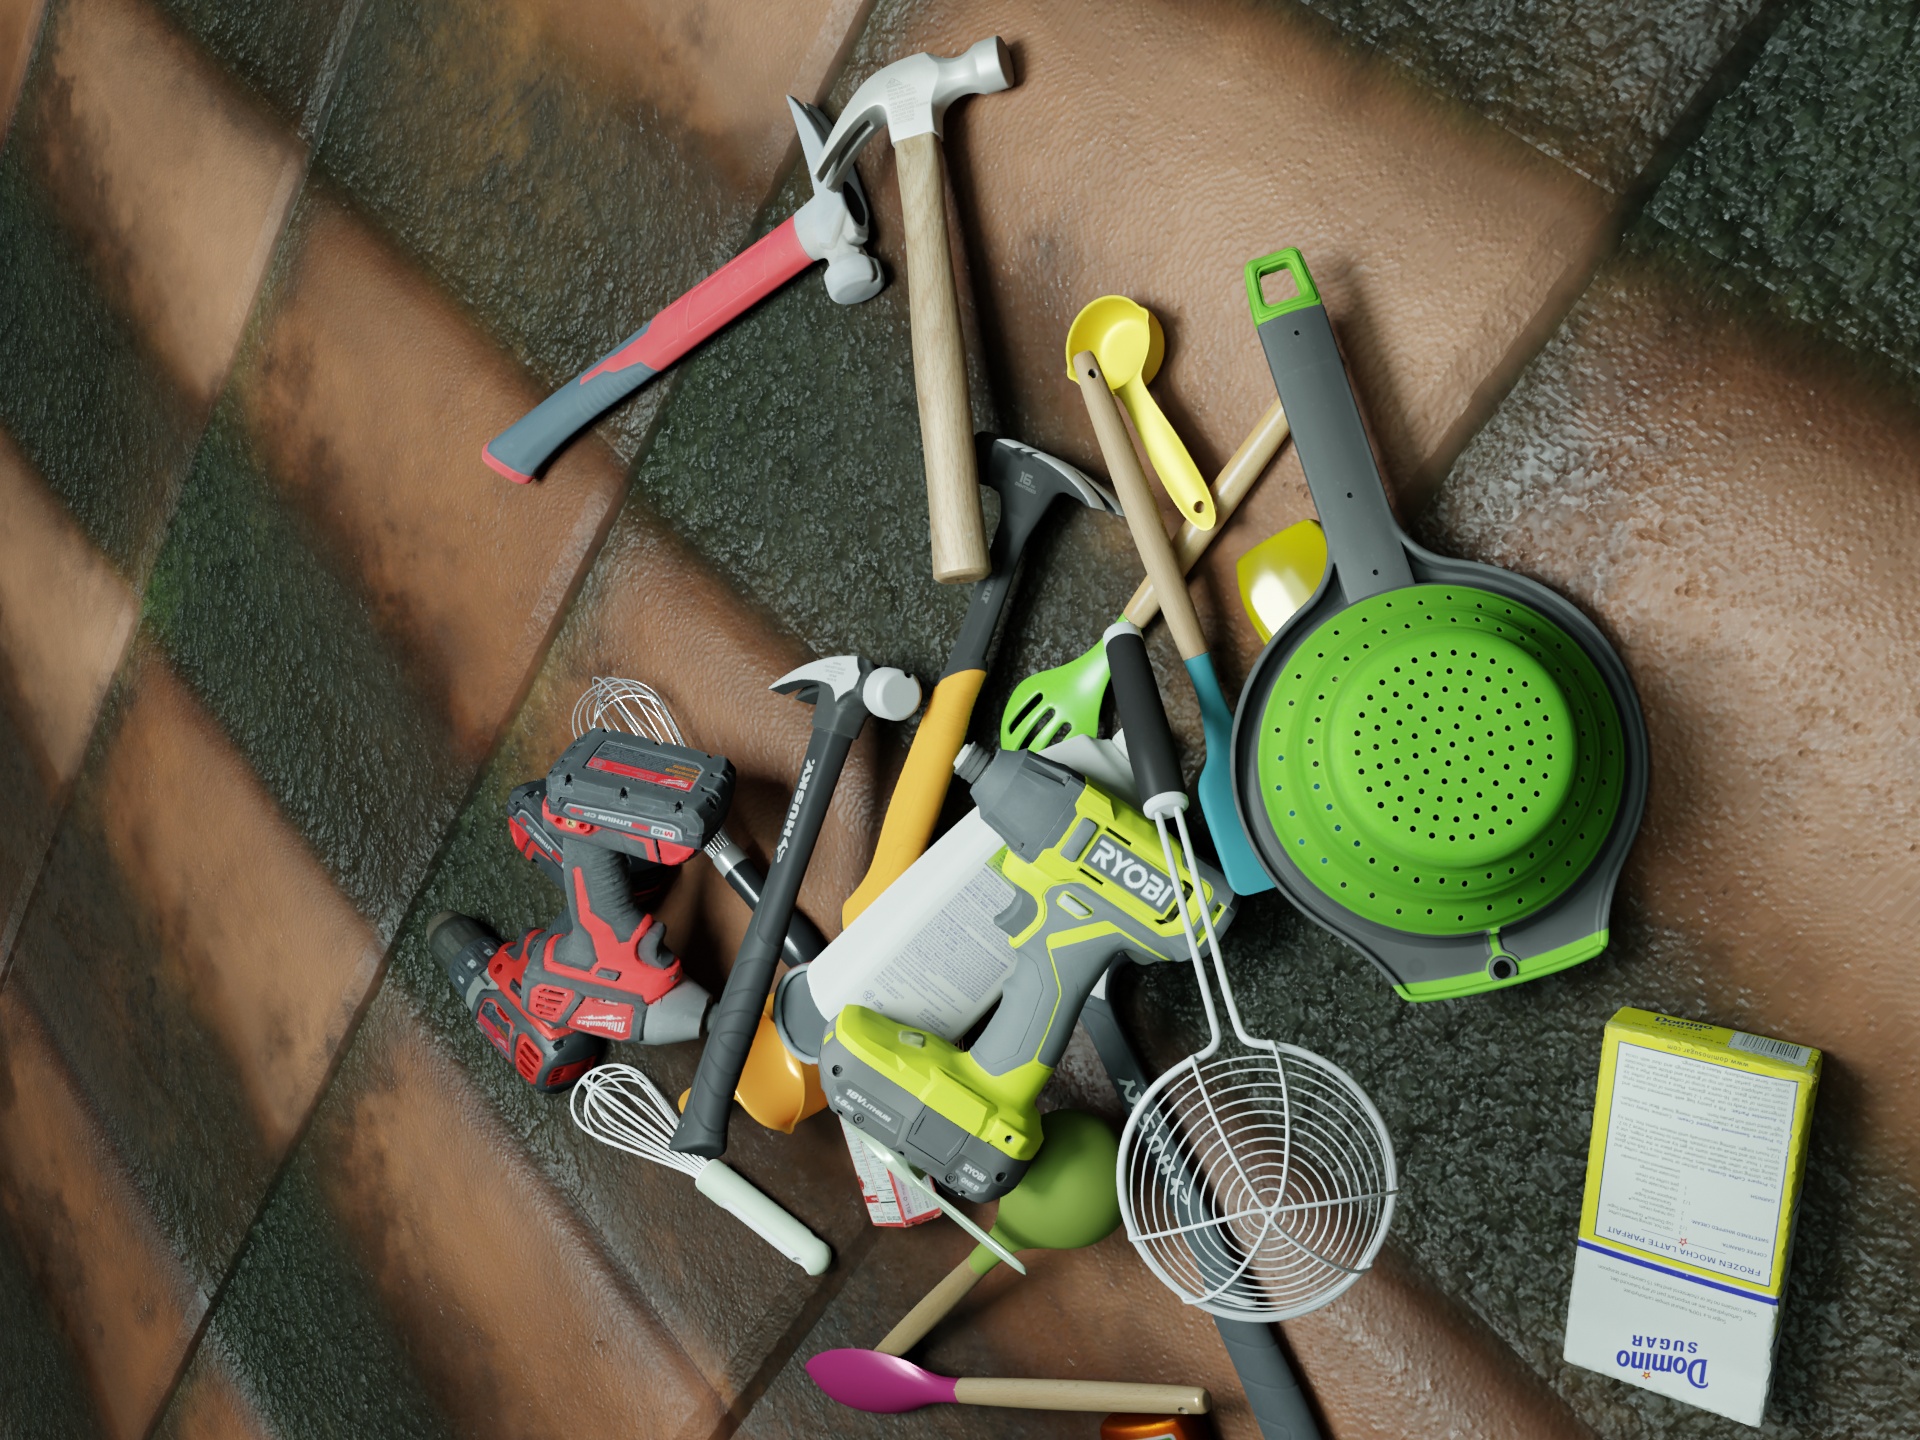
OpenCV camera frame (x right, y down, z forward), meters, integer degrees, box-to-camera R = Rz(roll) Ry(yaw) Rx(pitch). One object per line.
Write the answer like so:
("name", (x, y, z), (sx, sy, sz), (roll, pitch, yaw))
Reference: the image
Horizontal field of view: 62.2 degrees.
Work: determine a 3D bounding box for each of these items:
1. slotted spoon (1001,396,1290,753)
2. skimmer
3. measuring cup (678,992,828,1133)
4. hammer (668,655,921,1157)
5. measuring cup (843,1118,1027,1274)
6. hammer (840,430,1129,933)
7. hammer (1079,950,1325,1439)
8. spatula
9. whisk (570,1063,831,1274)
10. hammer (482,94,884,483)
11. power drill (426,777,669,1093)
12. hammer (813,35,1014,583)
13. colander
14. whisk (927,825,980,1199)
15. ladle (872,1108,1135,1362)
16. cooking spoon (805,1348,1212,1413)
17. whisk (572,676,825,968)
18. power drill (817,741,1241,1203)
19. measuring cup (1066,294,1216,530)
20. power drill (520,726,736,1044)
("slotted spoon", (0.114, -0.080, 0.930), (0.070, 0.031, 0.313), (47, 115, 25))
("skimmer", (0.118, 0.109, 0.805), (0.127, 0.090, 0.364), (-12, 51, 3))
("measuring cup", (-0.141, 0.245, 1.116), (0.173, 0.052, 0.095), (-35, 77, 46))
("hammer", (-0.121, 0.119, 1.021), (0.146, 0.035, 0.335), (12, 83, 58))
("measuring cup", (-0.011, 0.264, 0.946), (0.168, 0.083, 0.038), (32, 66, 36))
("hammer", (-0.002, -0.003, 0.985), (0.127, 0.034, 0.337), (35, 110, 46))
("hammer", (0.144, 0.317, 0.927), (0.149, 0.036, 0.409), (-33, 74, 33))
("spatula", (0.128, -0.062, 0.888), (0.082, 0.044, 0.317), (-21, 87, -9))
("whisk", (-0.190, 0.325, 1.154), (0.246, 0.059, 0.057), (29, 147, 26))
("hammer", (-0.220, -0.286, 1.144), (0.386, 0.038, 0.143), (-24, 78, 33))
("power drill", (-0.327, 0.150, 1.223), (0.188, 0.080, 0.226), (38, 116, 27))
("hammer", (-0.018, -0.246, 0.969), (0.130, 0.031, 0.331), (-9, 81, 21))
("colander", (0.210, -0.062, 0.779), (0.204, 0.094, 0.397), (-17, 81, 9))
("whisk", (-0.002, 0.187, 1.018), (0.055, 0.055, 0.239), (-8, 84, 35))
("ladle", (0.008, 0.347, 1.002), (0.078, 0.062, 0.320), (49, 132, 18))
("cooking spoon", (0.020, 0.423, 1.003), (0.319, 0.017, 0.068), (-17, 116, 38))
("whisk", (-0.181, 0.076, 1.131), (0.285, 0.070, 0.070), (49, 118, 17))
("power drill", (0.024, 0.134, 0.881), (0.171, 0.080, 0.223), (34, 94, -4))
("measuring cup", (0.114, -0.176, 0.921), (0.062, 0.029, 0.157), (-35, 72, 31))
("power drill", (-0.219, 0.126, 1.081), (0.143, 0.079, 0.219), (14, 118, 3))
